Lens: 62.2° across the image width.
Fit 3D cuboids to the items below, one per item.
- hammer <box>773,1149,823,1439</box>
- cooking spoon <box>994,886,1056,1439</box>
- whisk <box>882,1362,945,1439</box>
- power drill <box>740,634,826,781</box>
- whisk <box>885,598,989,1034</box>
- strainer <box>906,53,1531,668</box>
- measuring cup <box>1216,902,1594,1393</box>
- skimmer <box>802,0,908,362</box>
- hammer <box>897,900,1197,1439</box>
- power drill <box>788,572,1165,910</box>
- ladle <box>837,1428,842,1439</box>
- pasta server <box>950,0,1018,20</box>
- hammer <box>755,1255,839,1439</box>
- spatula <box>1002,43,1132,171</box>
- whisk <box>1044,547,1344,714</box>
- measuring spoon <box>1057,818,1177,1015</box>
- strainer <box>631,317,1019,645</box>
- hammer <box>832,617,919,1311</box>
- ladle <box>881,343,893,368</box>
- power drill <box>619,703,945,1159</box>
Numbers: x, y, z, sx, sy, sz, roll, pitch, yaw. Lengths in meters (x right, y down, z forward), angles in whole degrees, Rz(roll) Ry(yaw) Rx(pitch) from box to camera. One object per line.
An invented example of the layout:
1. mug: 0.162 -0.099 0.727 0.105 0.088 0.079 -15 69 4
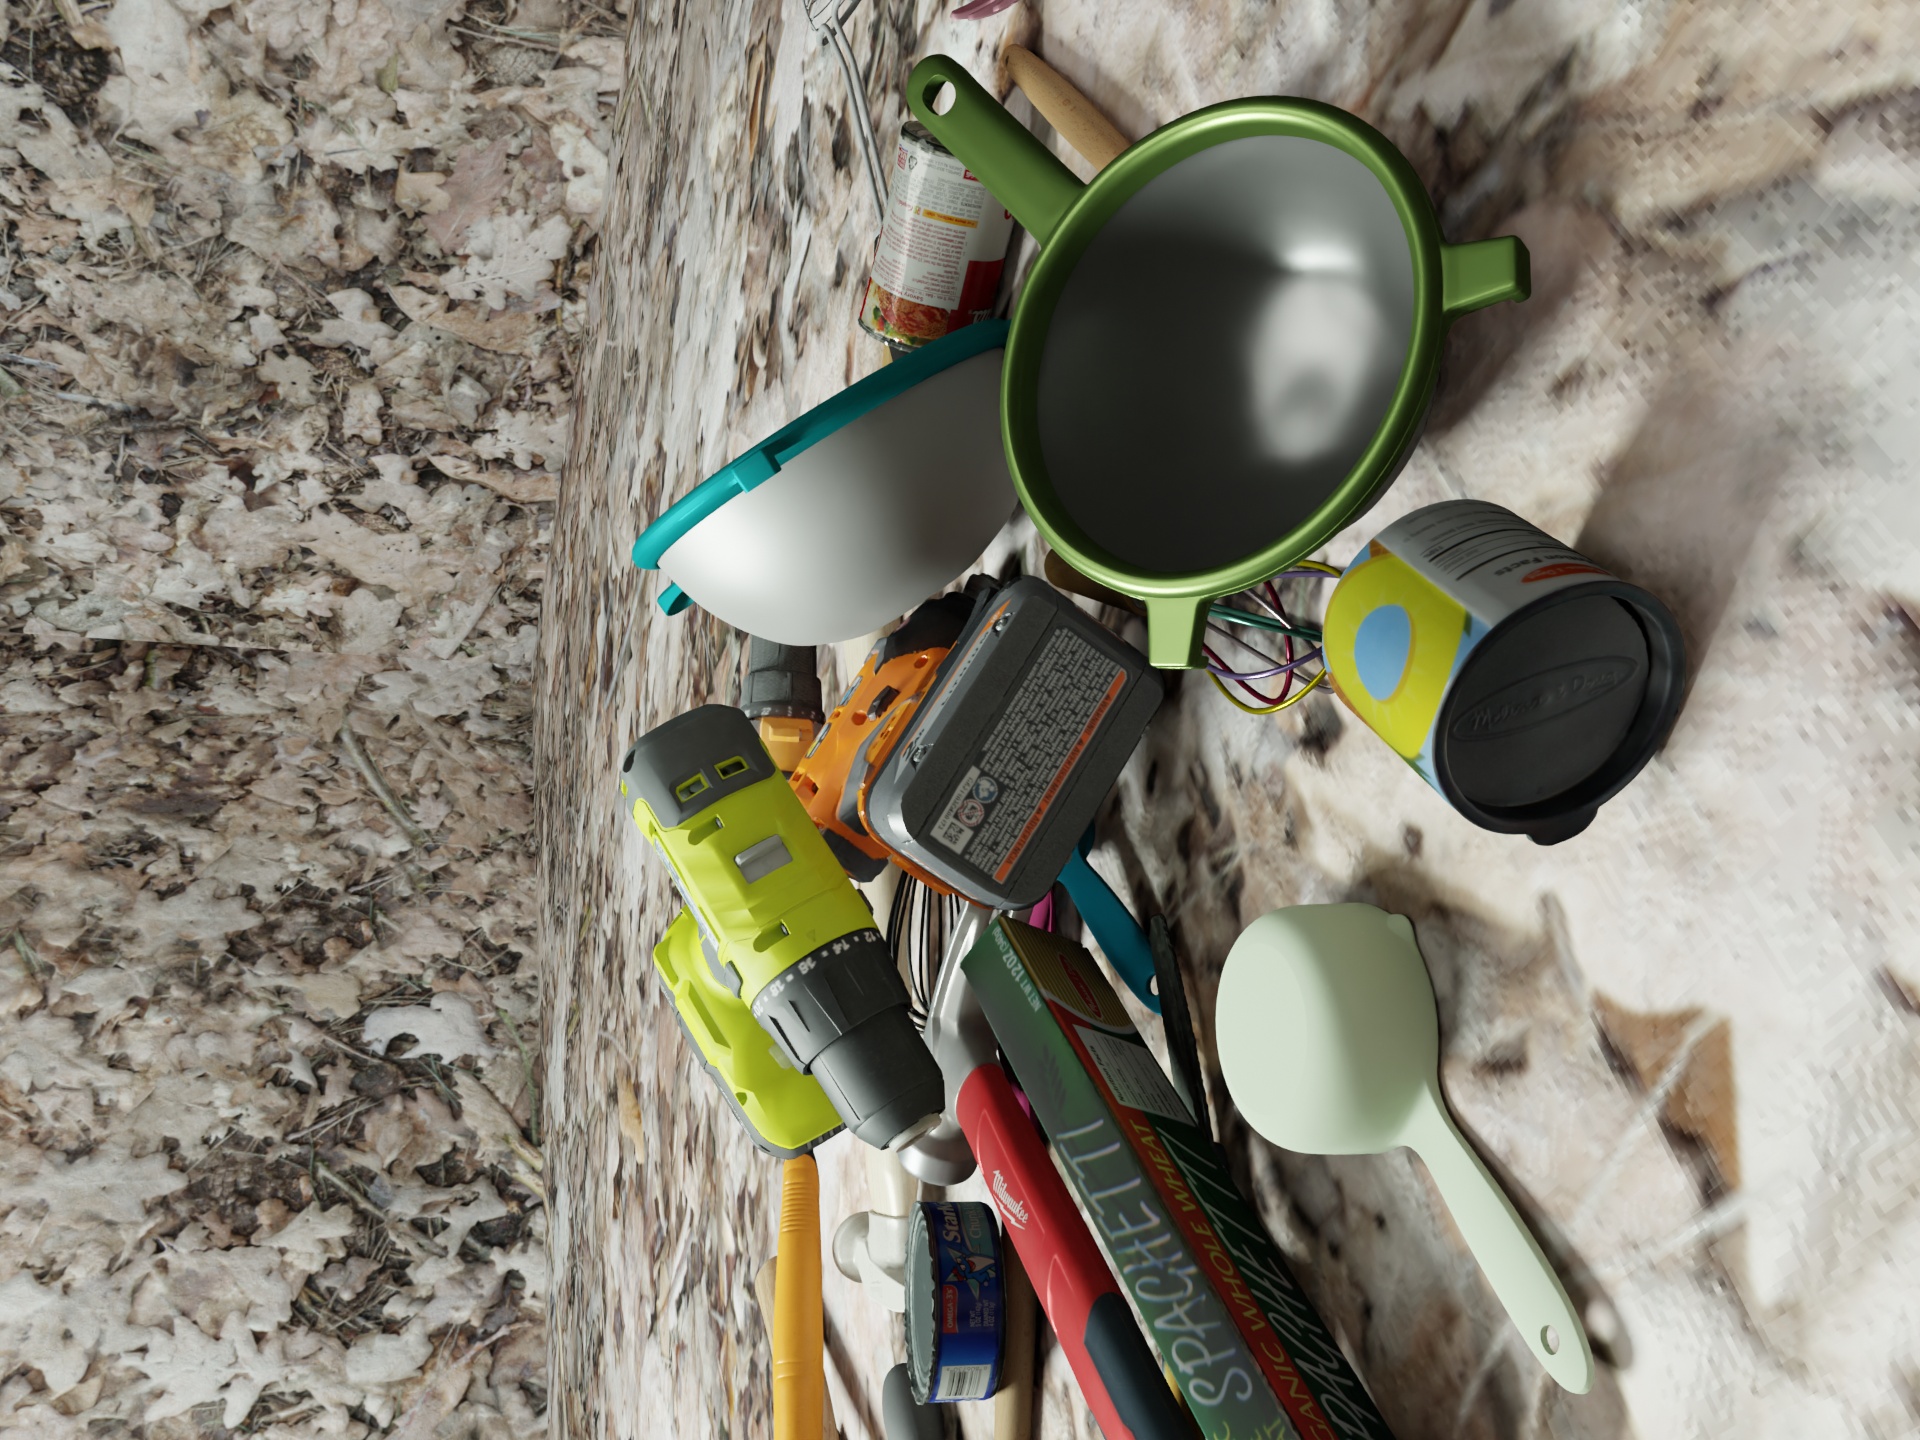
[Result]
1. hammer: -0.090 0.277 0.894 0.127 0.034 0.337 82 -177 -55
2. cooking spoon: 0.027 0.216 0.711 0.069 0.017 0.319 171 102 -72
3. whisk: -0.001 0.393 0.711 0.285 0.070 0.070 -121 39 -65
4. power drill: -0.131 0.034 1.056 0.226 0.084 0.185 138 133 -71
5. whisk: -0.011 0.043 0.811 0.055 0.055 0.239 129 144 -58
6. strainer: 0.064 -0.142 0.519 0.151 0.069 0.257 -52 53 23
7. measuring cup: 0.117 0.116 0.446 0.168 0.038 0.083 -114 34 -56
8. skimmer: -0.027 -0.341 0.936 0.127 0.090 0.363 -34 65 62
9. hammer: 0.056 0.209 0.555 0.387 0.038 0.143 -126 46 -60
10. power drill: -0.001 -0.002 0.700 0.164 0.084 0.226 -58 16 -10
11. ladle: -0.050 0.486 0.828 0.320 0.062 0.078 -131 50 -66
12. pasta server: 0.059 -0.349 0.688 0.316 0.040 0.060 -139 43 -64
13. hammer: -0.088 0.417 0.931 0.130 0.031 0.331 -57 19 2
14. spatula: 0.054 -0.246 0.676 0.318 0.044 0.082 -112 32 -52
15. whisk: 0.076 -0.043 0.587 0.245 0.051 0.047 -145 55 -70
16. measuring spoon: 0.061 0.074 0.651 0.042 0.021 0.129 -61 39 24
17. strainer: -0.074 -0.081 0.816 0.095 0.211 0.340 57 148 -4
18. hammer: -0.037 0.099 0.853 0.146 0.038 0.411 157 112 -66
19. ladle: -0.048 -0.110 0.958 0.069 0.031 0.315 -4 82 63
20. power drill: -0.076 0.118 0.704 0.191 0.080 0.228 55 160 18
